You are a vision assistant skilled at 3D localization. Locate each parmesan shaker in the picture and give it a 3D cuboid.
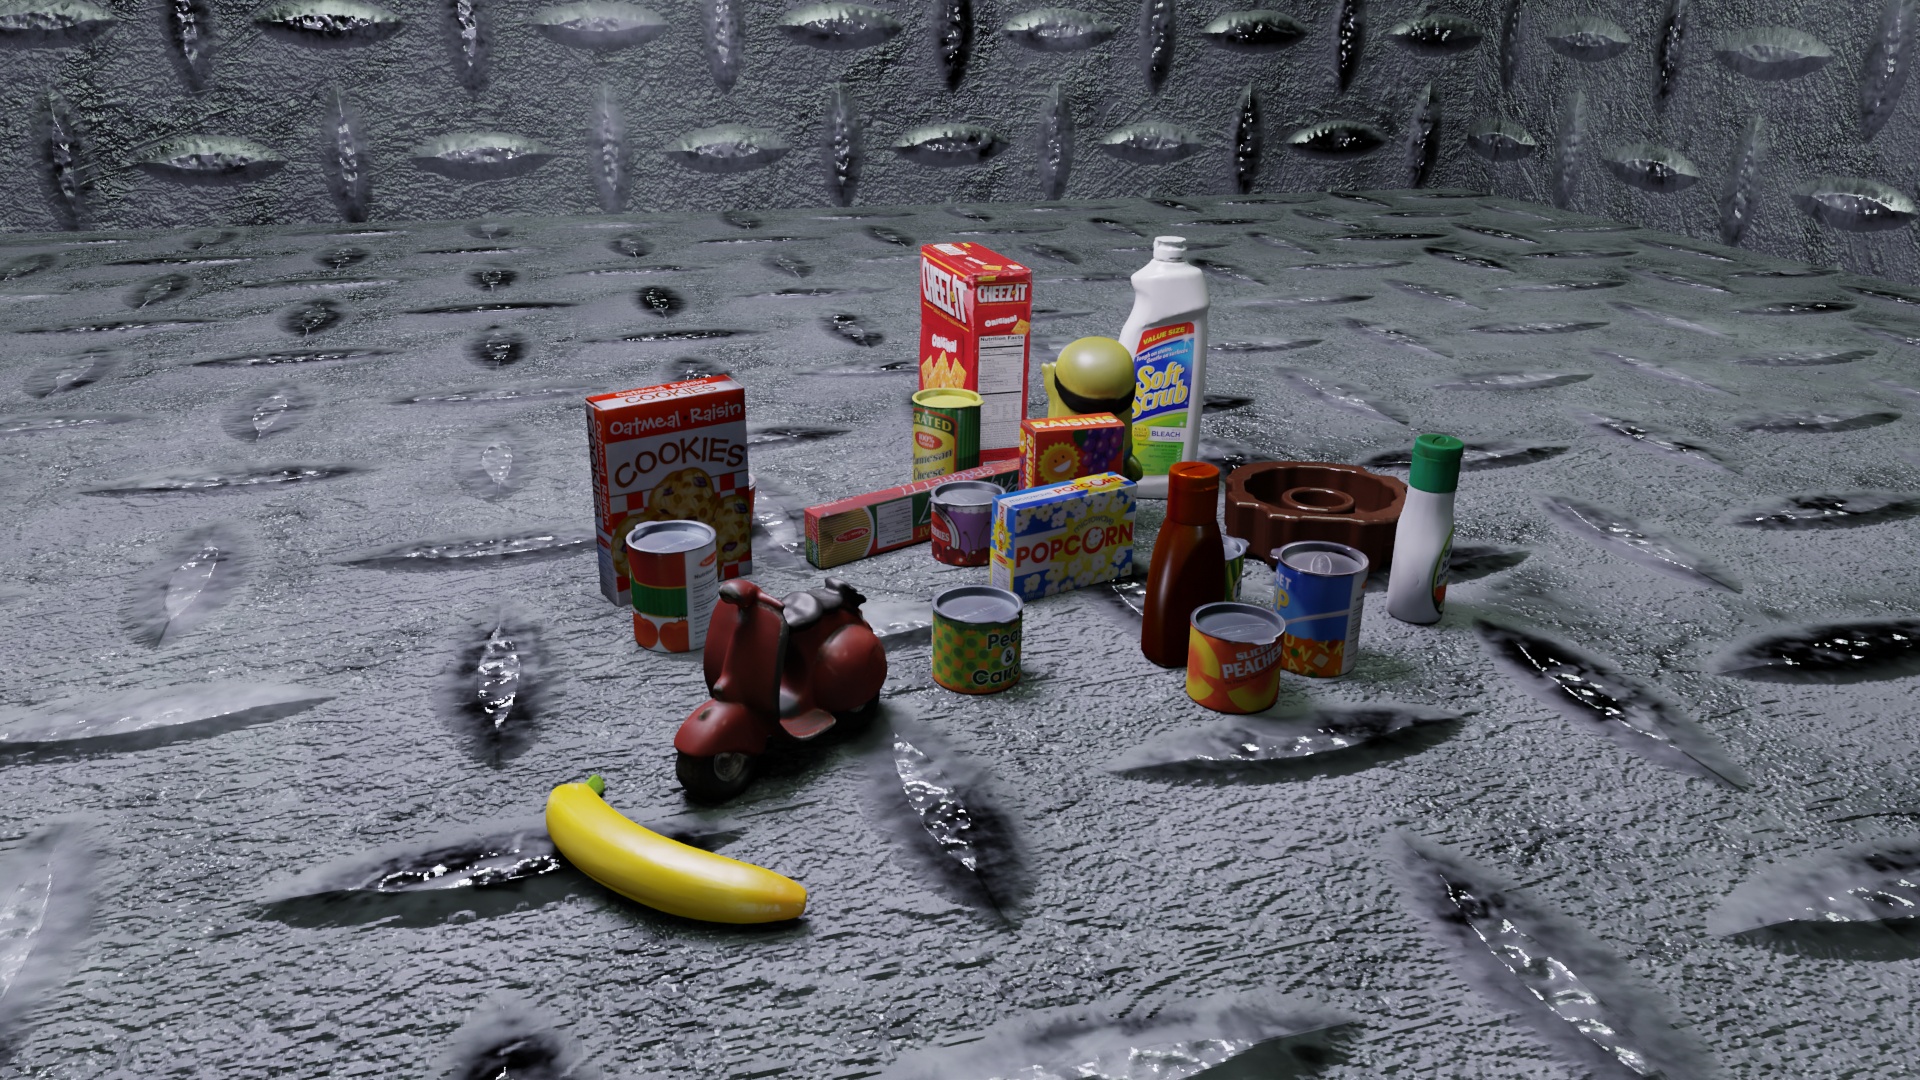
[{"bbox_3d":[-0.011,-0.089,1.343,0.071,0.102,0.071,1,22,0],"label":"parmesan shaker"}]

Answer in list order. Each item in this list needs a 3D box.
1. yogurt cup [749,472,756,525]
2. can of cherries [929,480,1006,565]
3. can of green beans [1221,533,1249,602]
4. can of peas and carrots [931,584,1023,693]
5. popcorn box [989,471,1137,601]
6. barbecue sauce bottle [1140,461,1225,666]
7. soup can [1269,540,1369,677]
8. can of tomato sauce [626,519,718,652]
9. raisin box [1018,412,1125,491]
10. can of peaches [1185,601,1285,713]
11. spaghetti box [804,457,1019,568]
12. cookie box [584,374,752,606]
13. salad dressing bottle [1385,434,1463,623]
[{"bbox_3d":[-0.217,-0.030,1.253,0.072,0.053,0.072,1,22,0],"label":"yogurt cup"},{"bbox_3d":[0.004,-0.015,1.220,0.071,0.058,0.072,1,22,0],"label":"can of cherries"},{"bbox_3d":[0.193,0.030,1.116,0.071,0.057,0.071,1,22,0],"label":"can of green beans"},{"bbox_3d":[0.014,0.072,1.003,0.071,0.058,0.071,1,22,0],"label":"can of peas and carrots"},{"bbox_3d":[0.086,-0.004,1.158,0.127,0.085,0.038,-12,25,-30],"label":"popcorn box"},{"bbox_3d":[0.168,0.017,1.026,0.065,0.148,0.044,-13,25,-31],"label":"barbecue sauce bottle"},{"bbox_3d":[0.263,0.050,1.034,0.071,0.083,0.071,1,22,0],"label":"soup can"},{"bbox_3d":[-0.219,0.034,1.055,0.071,0.082,0.071,1,22,0],"label":"can of tomato sauce"},{"bbox_3d":[0.096,-0.045,1.212,0.086,0.123,0.040,-6,22,-16],"label":"raisin box"},{"bbox_3d":[0.195,0.083,0.982,0.071,0.057,0.071,1,22,0],"label":"can of peaches"},{"bbox_3d":[-0.029,-0.028,1.261,0.251,0.050,0.029,-16,27,-35],"label":"spaghetti box"},{"bbox_3d":[-0.236,-0.042,1.132,0.123,0.166,0.040,-14,26,-33],"label":"cookie box"},{"bbox_3d":[0.369,-0.009,1.101,0.044,0.147,0.064,12,24,27],"label":"salad dressing bottle"}]
